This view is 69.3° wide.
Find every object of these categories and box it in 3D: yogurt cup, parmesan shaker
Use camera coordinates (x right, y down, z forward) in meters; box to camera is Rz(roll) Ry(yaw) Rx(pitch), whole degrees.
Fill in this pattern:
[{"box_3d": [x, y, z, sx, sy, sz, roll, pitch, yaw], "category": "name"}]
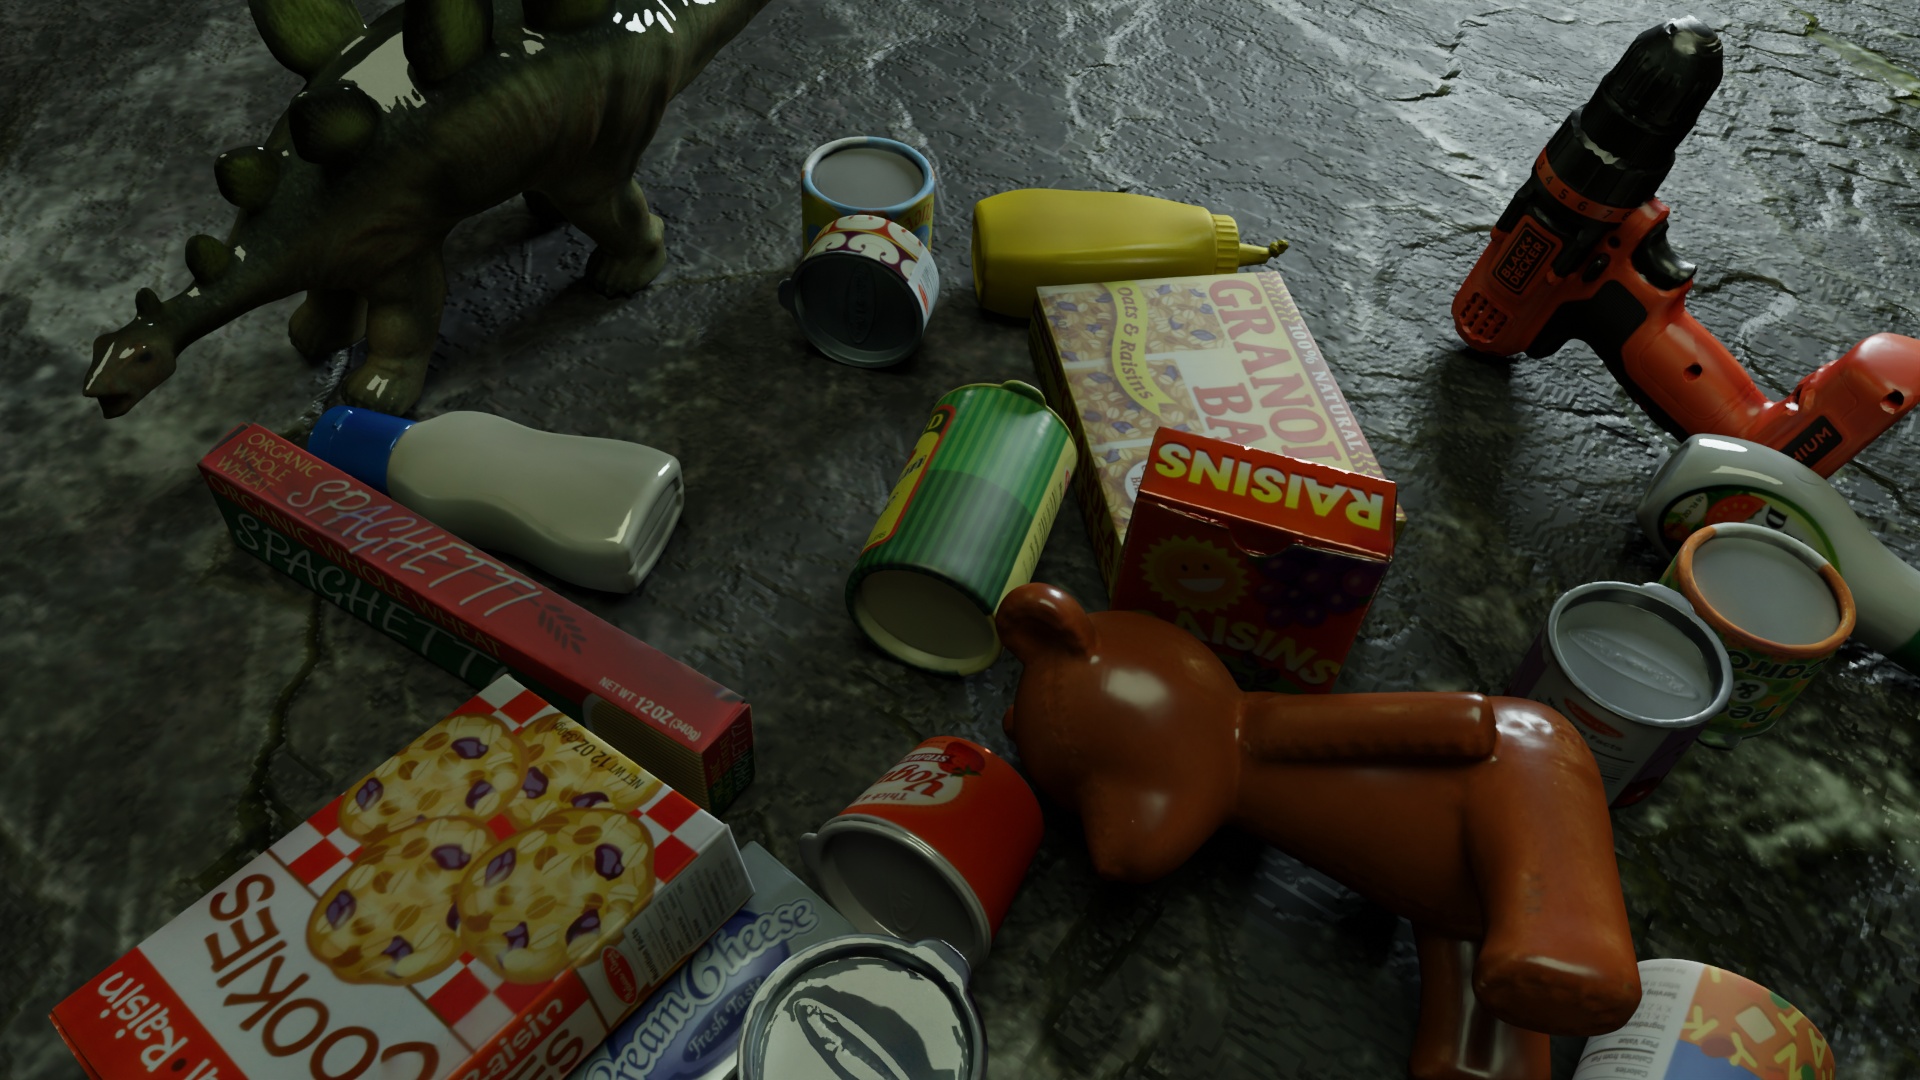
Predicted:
[{"box_3d": [-0.008, 0.103, 0.466, 0.072, 0.072, 0.054, 27, 44, 18], "category": "yogurt cup"}, {"box_3d": [0.002, -0.007, 0.556, 0.071, 0.071, 0.103, 17, 50, 10], "category": "parmesan shaker"}]

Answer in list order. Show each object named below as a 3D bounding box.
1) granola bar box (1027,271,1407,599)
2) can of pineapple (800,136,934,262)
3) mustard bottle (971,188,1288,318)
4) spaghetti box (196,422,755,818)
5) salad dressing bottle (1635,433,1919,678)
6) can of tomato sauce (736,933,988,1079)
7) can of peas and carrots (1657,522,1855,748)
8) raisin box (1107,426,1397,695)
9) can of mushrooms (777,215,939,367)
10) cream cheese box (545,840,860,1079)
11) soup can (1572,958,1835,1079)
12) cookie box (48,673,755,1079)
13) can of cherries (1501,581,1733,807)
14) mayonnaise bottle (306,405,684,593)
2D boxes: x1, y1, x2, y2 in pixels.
[{"box_3d": [0.108, -0.052, 0.626, 0.124, 0.038, 0.166, -6, 49, -9], "category": "granola bar box"}, {"box_3d": [-0.045, -0.159, 0.694, 0.071, 0.057, 0.071, 3, 49, -3], "category": "can of pineapple"}, {"box_3d": [0.087, -0.143, 0.698, 0.160, 0.048, 0.065, 0, 49, -6], "category": "mustard bottle"}, {"box_3d": [-0.187, 0.027, 0.525, 0.250, 0.049, 0.029, 26, 51, 17], "category": "spaghetti box"}, {"box_3d": [0.361, 0.012, 0.579, 0.148, 0.064, 0.044, 34, 45, 14], "category": "salad dressing bottle"}, {"box_3d": [-0.027, 0.160, 0.399, 0.071, 0.082, 0.071, 2, 49, -3], "category": "can of tomato sauce"}, {"box_3d": [0.307, 0.037, 0.551, 0.071, 0.058, 0.071, 2, 49, -2], "category": "can of peas and carrots"}, {"box_3d": [0.098, 0.023, 0.504, 0.086, 0.122, 0.040, 15, 49, 8], "category": "raisin box"}, {"box_3d": [-0.047, -0.117, 0.652, 0.071, 0.070, 0.034, 14, 49, 7], "category": "can of mushrooms"}, {"box_3d": [-0.083, 0.150, 0.443, 0.053, 0.024, 0.104, 32, 54, 23], "category": "cream cheese box"}, {"box_3d": [0.218, 0.181, 0.414, 0.071, 0.071, 0.084, 30, 53, 20], "category": "soup can"}, {"box_3d": [-0.168, 0.126, 0.428, 0.123, 0.040, 0.168, 24, 50, 34], "category": "cookie box"}, {"box_3d": [0.248, 0.058, 0.529, 0.071, 0.058, 0.072, 2, 48, -2], "category": "can of cherries"}, {"box_3d": [-0.194, -0.023, 0.575, 0.148, 0.041, 0.065, 13, 48, 8], "category": "mayonnaise bottle"}]
